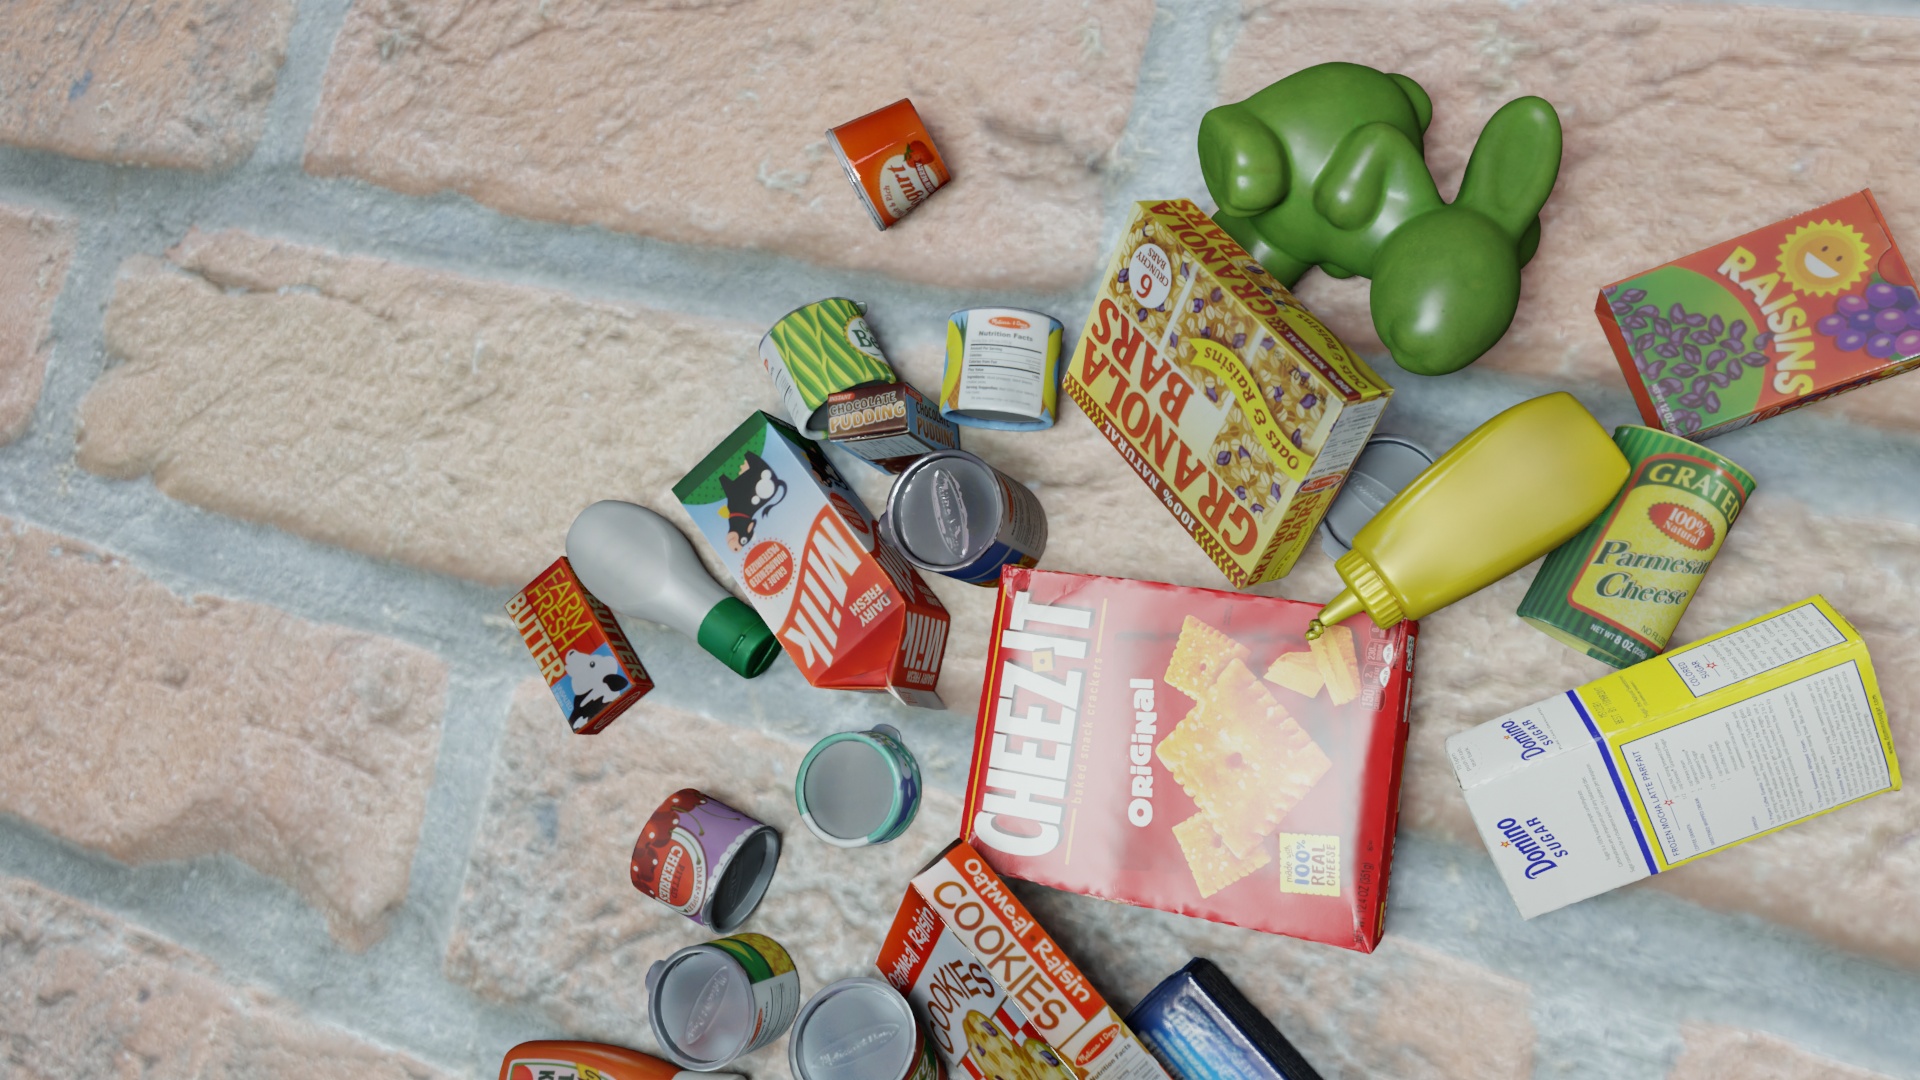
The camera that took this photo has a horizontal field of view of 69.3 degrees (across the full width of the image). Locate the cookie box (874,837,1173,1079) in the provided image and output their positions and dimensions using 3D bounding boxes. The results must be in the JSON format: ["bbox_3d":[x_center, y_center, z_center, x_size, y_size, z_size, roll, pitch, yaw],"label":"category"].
[{"bbox_3d":[0.031,0.245,0.700,0.040,0.122,0.168,-31,67,-31],"label":"cookie box"}]

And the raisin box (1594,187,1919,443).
[{"bbox_3d":[0.385,-0.104,0.670,0.123,0.040,0.086,-20,74,15],"label":"raisin box"}]

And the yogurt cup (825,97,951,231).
[{"bbox_3d":[-0.041,-0.227,0.829,0.054,0.072,0.072,-29,73,5],"label":"yogurt cup"}]

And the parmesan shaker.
[{"bbox_3d":[0.322,0.006,0.661,0.071,0.071,0.103,28,92,21],"label":"parmesan shaker"}]

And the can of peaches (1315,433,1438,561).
[{"bbox_3d":[0.214,-0.015,0.706,0.071,0.058,0.071,-3,81,19],"label":"can of peaches"}]

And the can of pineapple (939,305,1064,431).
[{"bbox_3d":[0.023,-0.095,0.784,0.071,0.071,0.058,4,84,20],"label":"can of pineapple"}]

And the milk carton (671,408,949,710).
[{"bbox_3d":[-0.074,0.022,0.795,0.073,0.072,0.191,-42,71,9],"label":"milk carton"}]

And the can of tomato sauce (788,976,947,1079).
[{"bbox_3d":[-0.045,0.277,0.726,0.071,0.082,0.071,-7,51,9],"label":"can of tomato sauce"}]

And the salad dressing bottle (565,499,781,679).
[{"bbox_3d":[-0.174,0.030,0.845,0.148,0.044,0.064,33,92,20],"label":"salad dressing bottle"}]

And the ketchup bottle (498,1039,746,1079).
[{"bbox_3d":[-0.195,0.325,0.805,0.149,0.043,0.065,-5,80,18],"label":"ketchup bottle"}]

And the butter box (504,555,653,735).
[{"bbox_3d":[-0.241,0.065,0.873,0.053,0.024,0.104,-38,71,11],"label":"butter box"}]

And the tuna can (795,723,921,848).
[{"bbox_3d":[-0.058,0.139,0.791,0.071,0.033,0.071,-3,81,19],"label":"tuna can"}]

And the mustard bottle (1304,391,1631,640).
[{"bbox_3d":[0.225,-0.003,0.643,0.160,0.049,0.065,-35,77,7],"label":"mustard bottle"}]

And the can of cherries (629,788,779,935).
[{"bbox_3d":[-0.147,0.184,0.796,0.058,0.071,0.071,21,89,22],"label":"can of cherries"}]

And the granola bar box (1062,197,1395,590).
[{"bbox_3d":[0.128,-0.076,0.703,0.166,0.039,0.123,54,141,33],"label":"granola bar box"}]

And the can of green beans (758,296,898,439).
[{"bbox_3d":[-0.077,-0.101,0.819,0.071,0.071,0.058,-32,73,12],"label":"can of green beans"}]

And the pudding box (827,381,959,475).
[{"bbox_3d":[-0.037,-0.062,0.790,0.049,0.083,0.030,-7,77,19],"label":"pudding box"}]

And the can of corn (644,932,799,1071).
[{"bbox_3d":[-0.134,0.258,0.786,0.071,0.058,0.071,-3,81,19],"label":"can of corn"}]

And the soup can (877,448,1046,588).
[{"bbox_3d":[0.003,-0.010,0.766,0.071,0.084,0.071,-3,80,19],"label":"soup can"}]
